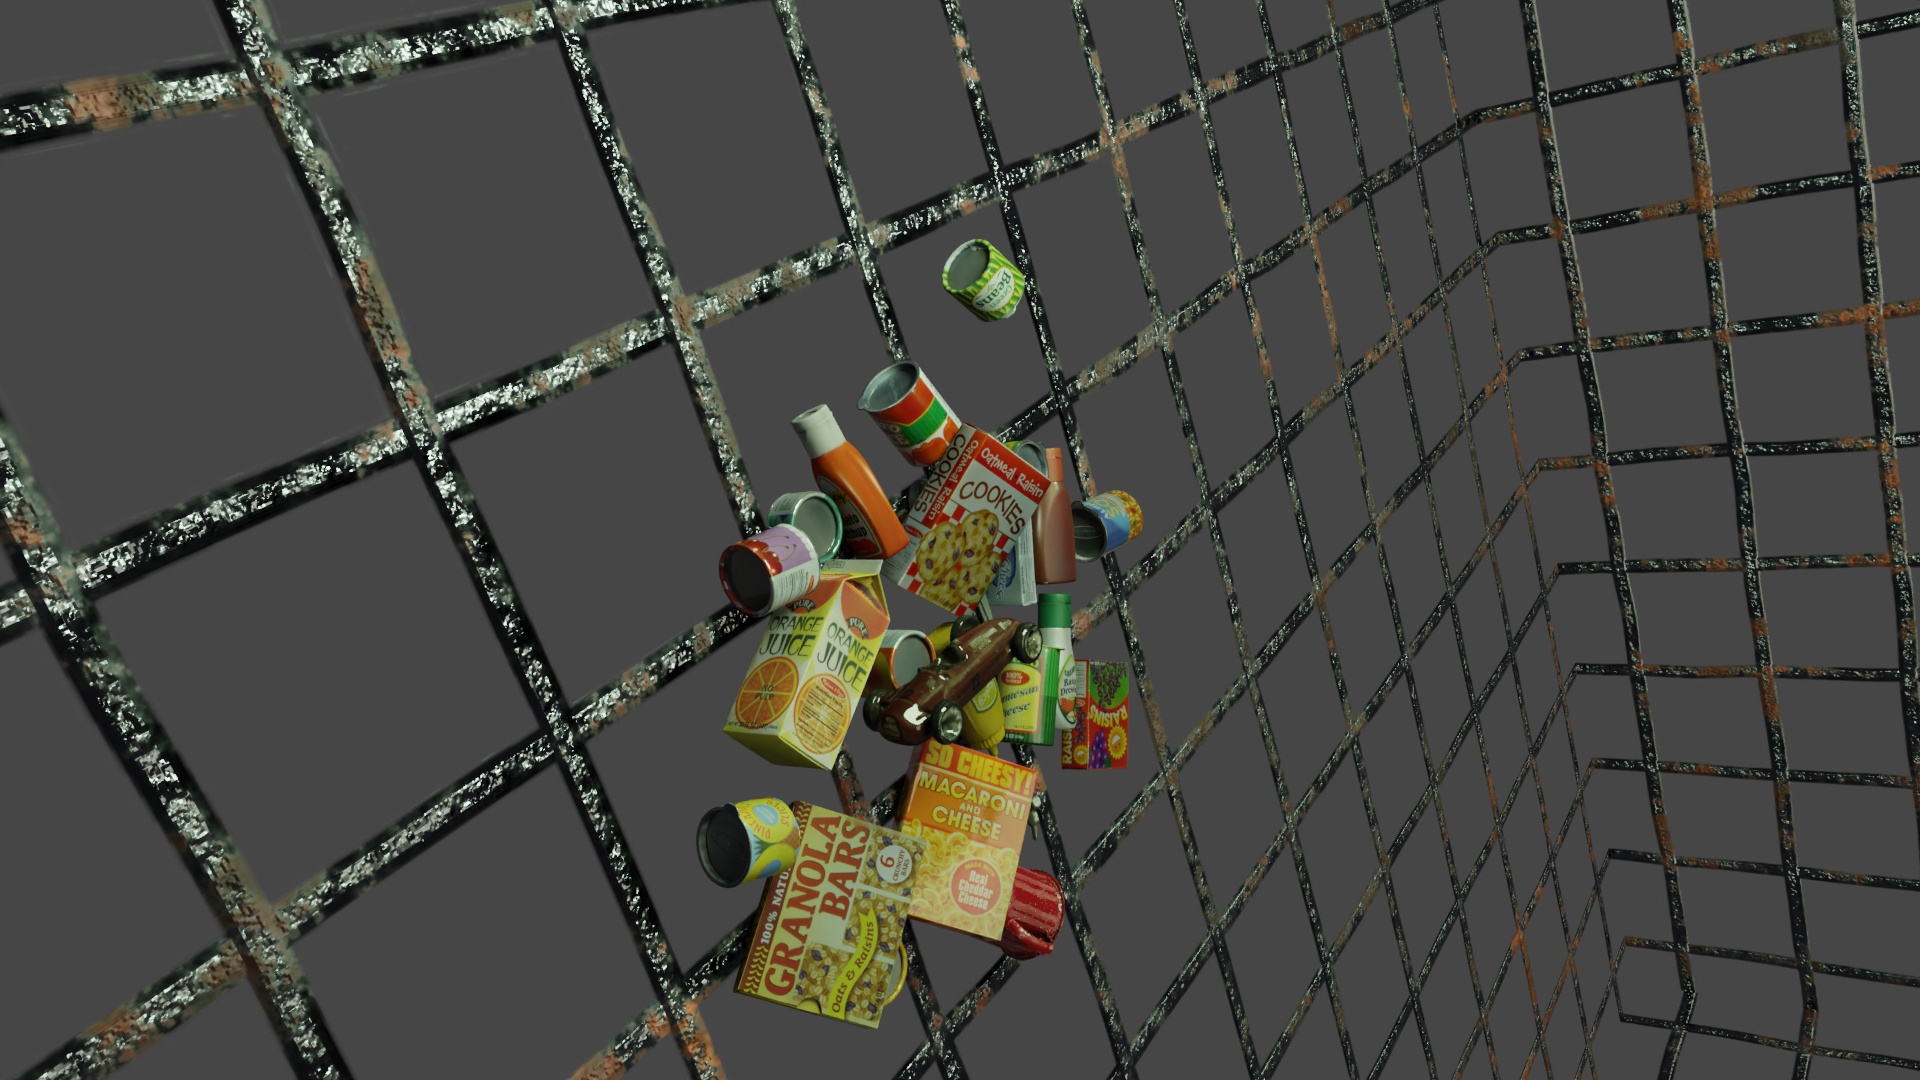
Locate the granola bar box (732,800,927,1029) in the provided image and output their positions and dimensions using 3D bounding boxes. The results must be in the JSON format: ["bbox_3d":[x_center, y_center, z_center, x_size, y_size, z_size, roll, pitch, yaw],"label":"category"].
[{"bbox_3d":[-0.111,0.322,1.198,0.124,0.039,0.166,20,68,-11],"label":"granola bar box"}]

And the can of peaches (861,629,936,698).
[{"bbox_3d":[-0.064,0.119,1.304,0.071,0.058,0.071,5,83,-51],"label":"can of peaches"}]

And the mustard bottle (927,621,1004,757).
[{"bbox_3d":[0.011,0.160,1.400,0.065,0.049,0.159,-44,120,-41],"label":"mustard bottle"}]

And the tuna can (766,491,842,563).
[{"bbox_3d":[-0.138,-0.009,1.241,0.071,0.033,0.071,5,83,-50],"label":"tuna can"}]

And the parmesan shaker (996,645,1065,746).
[{"bbox_3d":[0.072,0.162,1.457,0.071,0.071,0.103,15,76,-50],"label":"parmesan shaker"}]

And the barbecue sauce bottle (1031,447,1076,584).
[{"bbox_3d":[0.097,-0.027,1.524,0.065,0.043,0.148,-3,89,-51],"label":"barbecue sauce bottle"}]

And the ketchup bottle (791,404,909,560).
[{"bbox_3d":[-0.103,-0.051,1.267,0.044,0.064,0.148,-37,108,-32],"label":"ketchup bottle"}]

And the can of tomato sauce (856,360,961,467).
[{"bbox_3d":[-0.048,-0.120,1.335,0.083,0.071,0.071,51,51,-37],"label":"can of tomato sauce"}]

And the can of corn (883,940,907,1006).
[{"bbox_3d":[-0.089,0.385,1.254,0.071,0.058,0.071,4,84,-51],"label":"can of corn"}]

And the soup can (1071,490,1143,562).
[{"bbox_3d":[0.160,-0.020,1.582,0.084,0.071,0.071,-23,106,-50],"label":"soup can"}]

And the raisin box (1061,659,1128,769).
[{"bbox_3d":[0.153,0.198,1.581,0.086,0.040,0.123,10,79,-51],"label":"raisin box"}]

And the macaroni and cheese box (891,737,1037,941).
[{"bbox_3d":[-0.004,0.286,1.337,0.124,0.040,0.167,20,68,-14],"label":"macaroni and cheese box"}]

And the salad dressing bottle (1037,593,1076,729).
[{"bbox_3d":[0.103,0.132,1.519,0.064,0.044,0.147,7,82,-61],"label":"salad dressing bottle"}]

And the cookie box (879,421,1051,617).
[{"bbox_3d":[0.005,-0.017,1.356,0.123,0.040,0.167,32,88,-50],"label":"cookie box"}]

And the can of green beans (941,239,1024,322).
[{"bbox_3d":[0.023,-0.268,1.430,0.057,0.071,0.071,34,63,-45],"label":"can of green beans"}]

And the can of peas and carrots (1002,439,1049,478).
[{"bbox_3d":[0.052,-0.072,1.458,0.071,0.058,0.071,5,83,-51],"label":"can of peas and carrots"}]

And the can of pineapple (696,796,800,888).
[{"bbox_3d":[-0.175,0.247,1.150,0.058,0.071,0.071,-1,89,-52],"label":"can of pineapple"}]

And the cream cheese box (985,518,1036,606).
[{"bbox_3d":[0.050,0.017,1.455,0.024,0.053,0.103,-5,91,-49],"label":"cream cheese box"}]

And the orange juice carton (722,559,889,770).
[{"bbox_3d":[-0.126,0.098,1.217,0.073,0.071,0.193,45,55,-40],"label":"orange juice carton"}]

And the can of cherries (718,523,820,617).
[{"bbox_3d":[-0.165,0.024,1.183,0.058,0.071,0.071,-27,109,-48],"label":"can of cherries"}]
